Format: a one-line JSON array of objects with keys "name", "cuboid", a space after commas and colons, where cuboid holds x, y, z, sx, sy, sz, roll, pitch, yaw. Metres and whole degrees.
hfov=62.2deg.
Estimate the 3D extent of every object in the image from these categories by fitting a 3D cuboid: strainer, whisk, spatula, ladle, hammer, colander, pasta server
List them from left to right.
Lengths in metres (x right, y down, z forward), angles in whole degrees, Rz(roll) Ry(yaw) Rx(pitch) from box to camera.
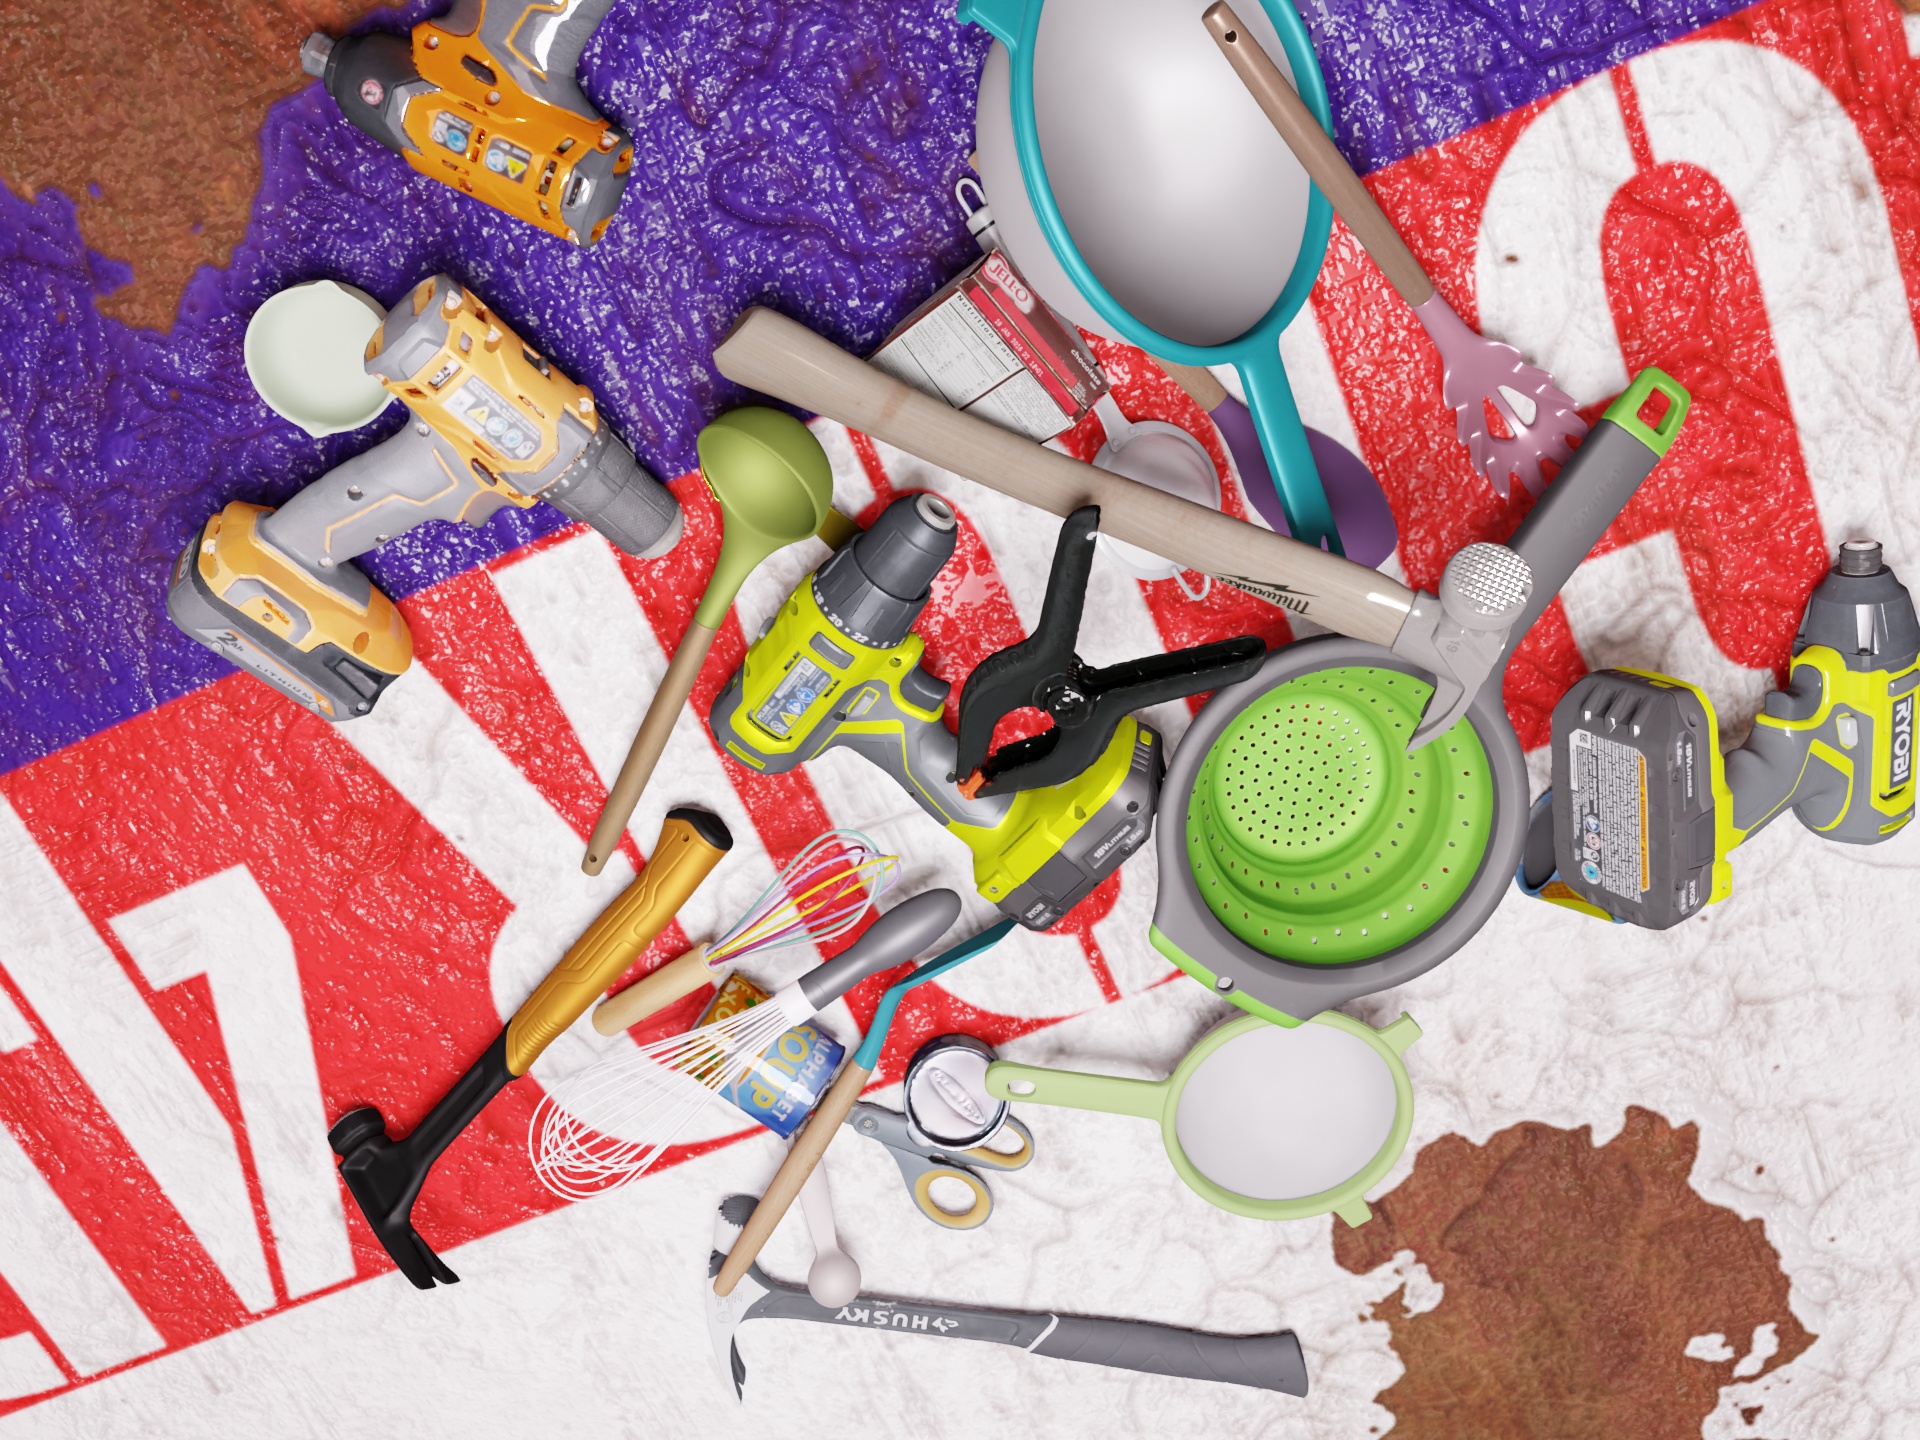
[{"name": "hammer", "cuboid": [-0.249, 0.186, 0.956, 0.337, 0.034, 0.127, -48, 64, 11]}, {"name": "ladle", "cuboid": [-0.155, -0.030, 0.873, 0.078, 0.062, 0.320, 34, 117, 7]}, {"name": "whisk", "cuboid": [-0.133, 0.130, 0.930, 0.245, 0.047, 0.051, -32, 104, 27]}, {"name": "whisk", "cuboid": [-0.119, 0.178, 0.900, 0.284, 0.070, 0.070, -33, 107, -1]}, {"name": "spatula", "cuboid": [-0.063, 0.235, 0.967, 0.044, 0.082, 0.317, 34, 103, 8]}, {"name": "hammer", "cuboid": [0.032, 0.410, 1.057, 0.409, 0.036, 0.149, 9, 111, -3]}, {"name": "hammer", "cuboid": [0.063, -0.105, 0.783, 0.411, 0.146, 0.038, 25, 67, 13]}, {"name": "strainer", "cuboid": [0.071, -0.173, 0.841, 0.087, 0.050, 0.258, -38, 101, -19]}, {"name": "strainer", "cuboid": [0.103, -0.216, 0.784, 0.211, 0.095, 0.340, -38, 114, -32]}, {"name": "spatula", "cuboid": [0.122, -0.190, 0.851, 0.315, 0.018, 0.060, 42, 101, -14]}, {"name": "strainer", "cuboid": [0.142, 0.219, 0.970, 0.256, 0.069, 0.151, 7, 112, -1]}, {"name": "pasta server", "cuboid": [0.218, -0.227, 0.790, 0.060, 0.040, 0.316, -36, 122, 21]}, {"name": "colander", "cuboid": [0.248, -0.022, 0.875, 0.204, 0.094, 0.397, 33, 100, -12]}]

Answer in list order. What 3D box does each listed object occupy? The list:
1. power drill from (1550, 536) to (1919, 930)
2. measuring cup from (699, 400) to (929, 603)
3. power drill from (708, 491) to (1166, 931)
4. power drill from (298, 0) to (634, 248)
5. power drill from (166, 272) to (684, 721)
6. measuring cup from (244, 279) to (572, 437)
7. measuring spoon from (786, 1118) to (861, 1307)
[{"name": "power drill", "cuboid": [0.427, 0.007, 0.854, 0.223, 0.080, 0.171, -19, 112, -23]}, {"name": "measuring cup", "cuboid": [-0.076, -0.116, 0.879, 0.156, 0.029, 0.062, 39, 110, -23]}, {"name": "power drill", "cuboid": [-0.001, -0.003, 0.869, 0.228, 0.080, 0.190, 36, 124, -12]}, {"name": "power drill", "cuboid": [-0.214, -0.364, 0.759, 0.164, 0.084, 0.226, 23, 112, -7]}, {"name": "power drill", "cuboid": [-0.277, -0.099, 0.844, 0.226, 0.084, 0.185, -40, 128, 13]}, {"name": "measuring cup", "cuboid": [-0.289, -0.187, 0.848, 0.167, 0.038, 0.083, 8, 114, -14]}, {"name": "measuring spoon", "cuboid": [-0.090, 0.310, 1.005, 0.034, 0.018, 0.124, -13, 84, -12]}]
